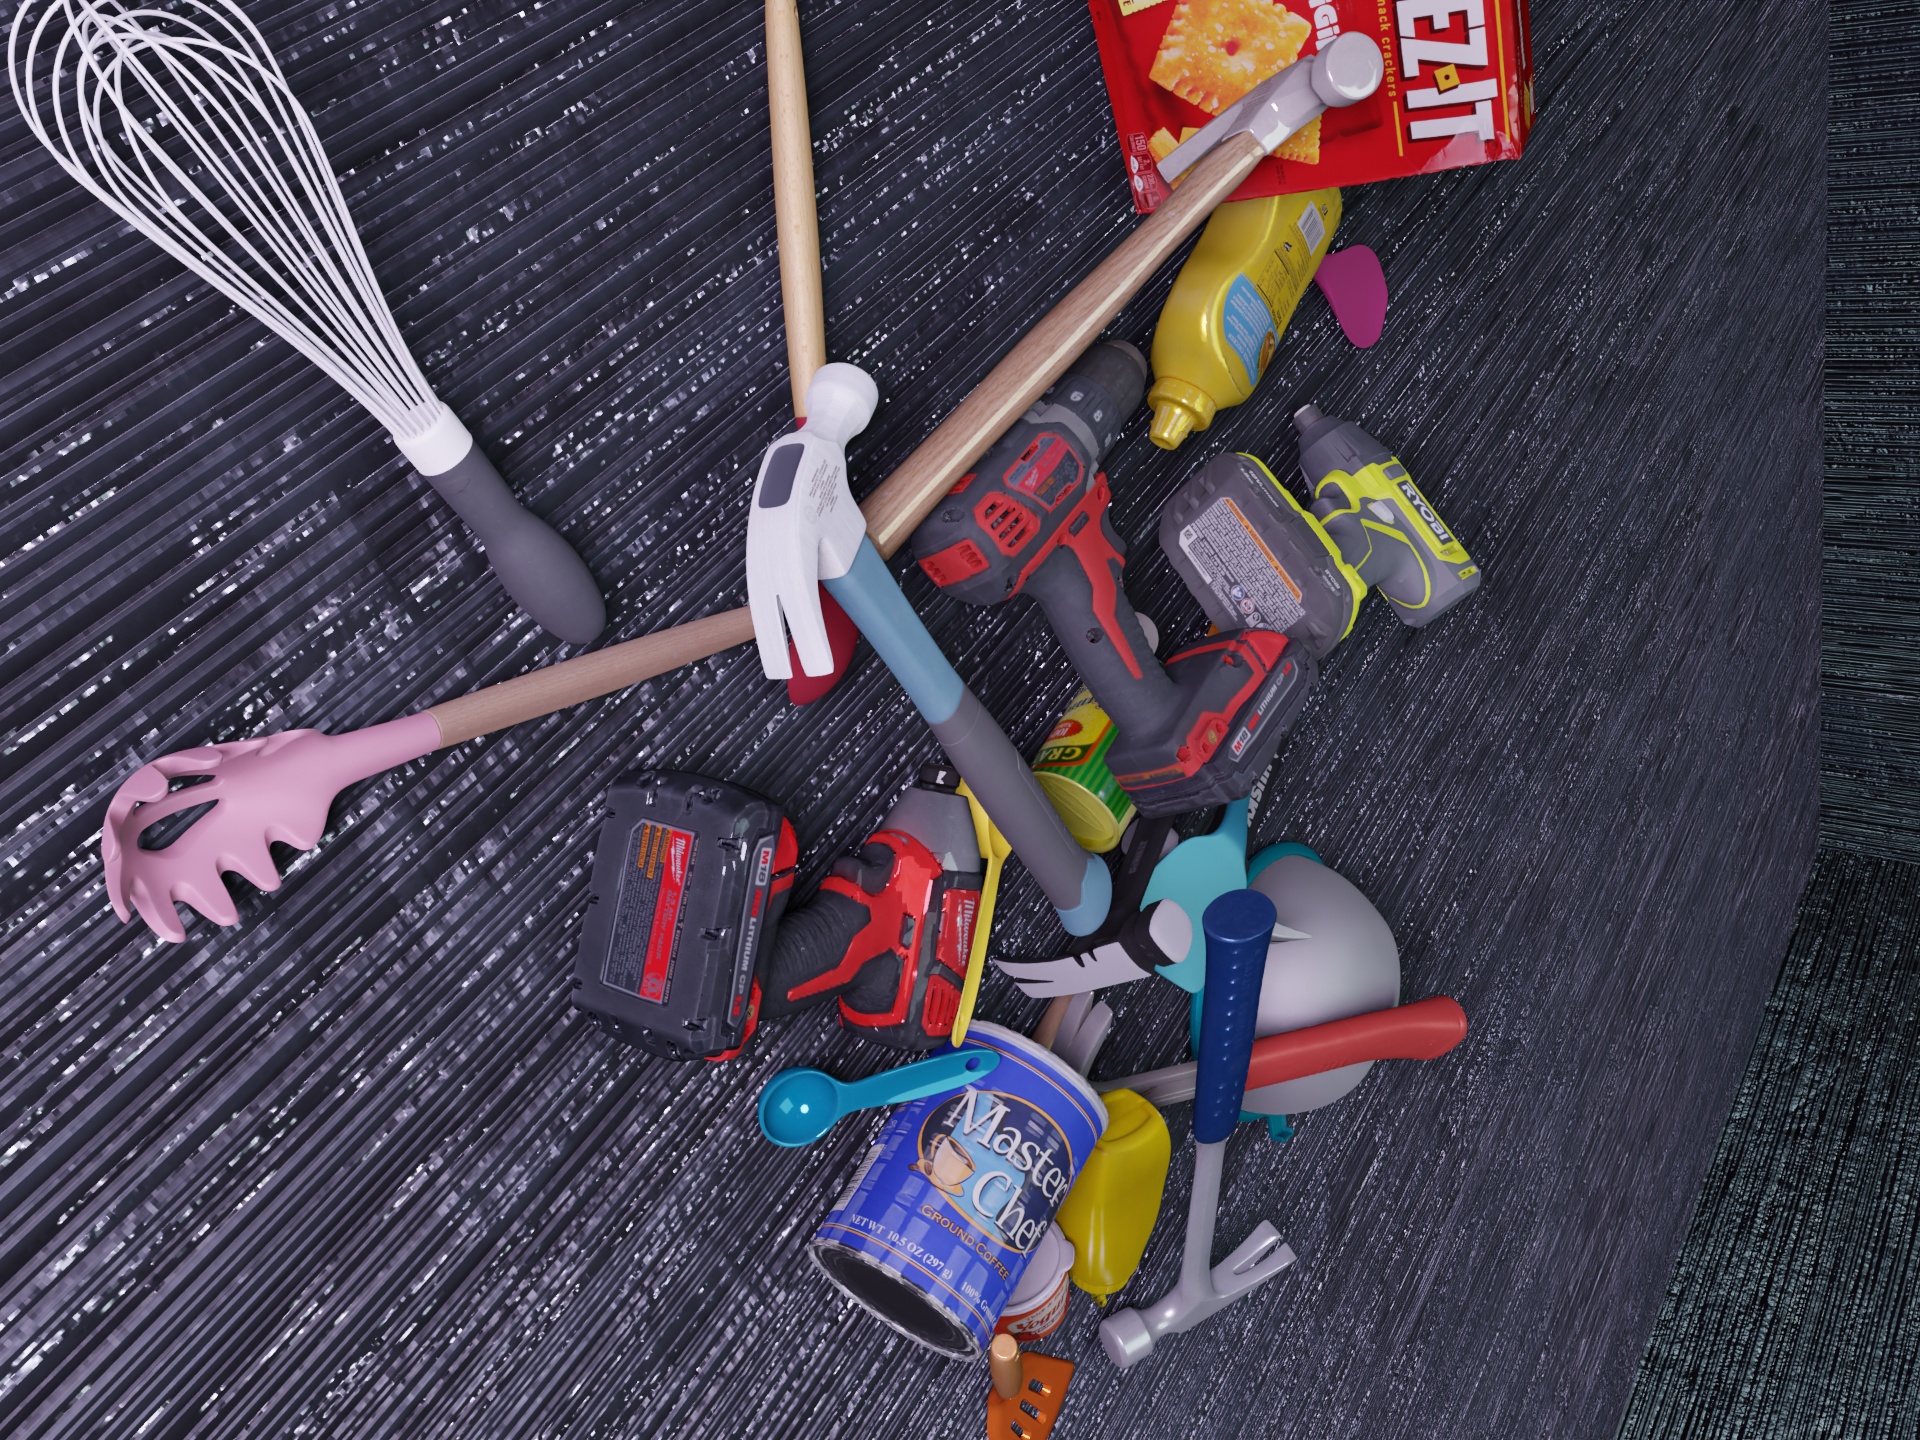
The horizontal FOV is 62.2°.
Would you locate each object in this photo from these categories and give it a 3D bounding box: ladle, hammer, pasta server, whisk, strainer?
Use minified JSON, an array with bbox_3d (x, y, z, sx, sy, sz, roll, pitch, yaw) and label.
[{"bbox_3d":[-0.069,-0.162,0.708,0.069,0.031,0.315,-50,138,-74],"label":"ladle"},{"bbox_3d":[0.158,0.254,0.970,0.144,0.035,0.405,-21,134,-21],"label":"hammer"},{"bbox_3d":[0.064,-0.204,0.779,0.331,0.130,0.031,-47,107,-8],"label":"hammer"},{"bbox_3d":[0.201,0.213,1.029,0.359,0.037,0.149,-4,120,-34],"label":"hammer"},{"bbox_3d":[0.221,-0.002,1.089,0.146,0.035,0.335,40,57,-21],"label":"hammer"},{"bbox_3d":[-0.001,-0.002,0.750,0.330,0.033,0.128,55,43,-41],"label":"hammer"},{"bbox_3d":[-0.173,-0.001,0.602,0.316,0.040,0.060,-25,130,-49],"label":"pasta server"},{"bbox_3d":[0.129,0.027,0.969,0.034,0.127,0.337,47,47,-19],"label":"hammer"},{"bbox_3d":[-0.197,-0.118,0.534,0.070,0.070,0.284,-59,144,-25],"label":"whisk"},{"bbox_3d":[0.230,0.168,1.119,0.340,0.095,0.211,45,63,-45],"label":"strainer"}]

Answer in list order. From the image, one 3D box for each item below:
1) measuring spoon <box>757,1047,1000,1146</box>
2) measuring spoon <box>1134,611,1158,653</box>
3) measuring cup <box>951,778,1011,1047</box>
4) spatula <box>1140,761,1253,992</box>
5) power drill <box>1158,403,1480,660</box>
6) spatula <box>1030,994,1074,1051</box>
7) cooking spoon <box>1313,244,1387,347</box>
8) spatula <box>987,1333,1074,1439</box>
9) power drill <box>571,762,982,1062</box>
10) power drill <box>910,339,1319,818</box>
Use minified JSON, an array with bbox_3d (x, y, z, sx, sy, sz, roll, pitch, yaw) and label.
[{"bbox_3d":[-0.042,0.179,0.793,0.128,0.021,0.042,-9,112,-23],"label":"measuring spoon"},{"bbox_3d":[0.090,-0.070,0.947,0.124,0.018,0.034,44,64,-47],"label":"measuring spoon"},{"bbox_3d":[0.002,0.093,0.844,0.062,0.029,0.156,39,60,-66],"label":"measuring cup"},{"bbox_3d":[0.177,0.019,1.016,0.082,0.044,0.318,39,53,-20],"label":"spatula"},{"bbox_3d":[0.234,-0.125,1.038,0.223,0.080,0.171,-23,75,-47],"label":"power drill"},{"bbox_3d":[0.037,0.211,0.943,0.316,0.018,0.059,-55,141,-29],"label":"spatula"},{"bbox_3d":[0.223,-0.318,1.066,0.318,0.017,0.069,9,93,-54],"label":"cooking spoon"},{"bbox_3d":[0.036,0.381,0.907,0.081,0.041,0.322,-61,165,-24],"label":"spatula"},{"bbox_3d":[-0.065,0.083,0.735,0.219,0.079,0.143,11,89,-56],"label":"power drill"},{"bbox_3d":[0.093,-0.080,0.856,0.226,0.080,0.188,49,56,-17],"label":"power drill"}]
